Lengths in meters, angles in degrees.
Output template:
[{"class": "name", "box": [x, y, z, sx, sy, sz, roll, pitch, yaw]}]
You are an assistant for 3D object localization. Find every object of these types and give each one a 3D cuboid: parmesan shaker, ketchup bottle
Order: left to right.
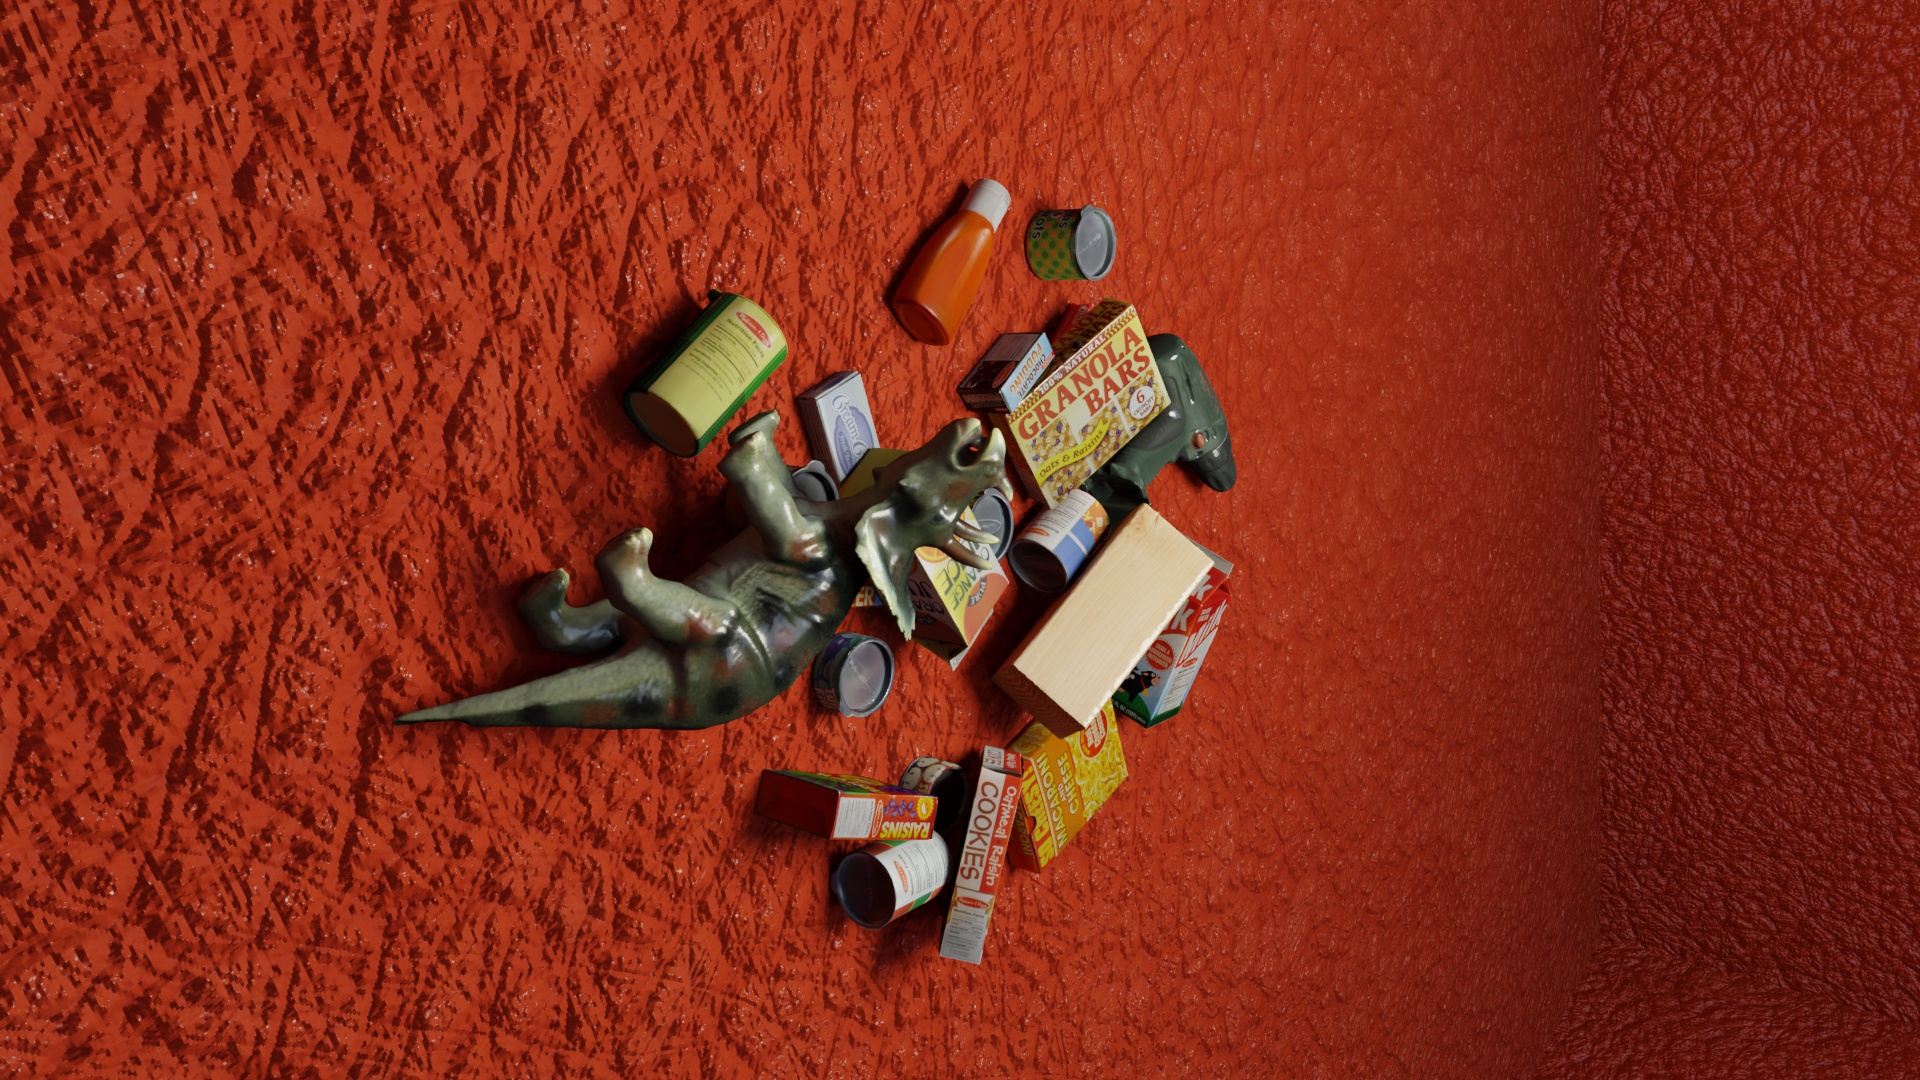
[{"class": "parmesan shaker", "box": [-0.178, -0.116, 0.961, 0.103, 0.071, 0.071, -54, 134, -30]}, {"class": "ketchup bottle", "box": [-0.003, -0.239, 1.173, 0.064, 0.043, 0.149, 50, 59, -45]}]

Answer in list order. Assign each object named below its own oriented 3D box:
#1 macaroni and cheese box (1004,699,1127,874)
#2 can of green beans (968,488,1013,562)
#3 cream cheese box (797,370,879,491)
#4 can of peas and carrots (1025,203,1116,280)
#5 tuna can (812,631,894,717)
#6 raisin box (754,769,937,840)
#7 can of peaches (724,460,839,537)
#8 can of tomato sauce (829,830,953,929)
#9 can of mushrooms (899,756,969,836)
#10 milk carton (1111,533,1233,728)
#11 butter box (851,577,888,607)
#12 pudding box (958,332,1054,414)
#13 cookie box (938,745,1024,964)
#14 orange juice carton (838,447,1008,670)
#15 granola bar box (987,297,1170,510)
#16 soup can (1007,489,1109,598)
[{"class": "macaroni and cheese box", "box": [0.100, 0.232, 1.390, 0.167, 0.040, 0.123, -39, 125, -41]}, {"class": "can of green beans", "box": [0.004, -0.013, 1.211, 0.071, 0.058, 0.071, -13, 107, -49]}, {"class": "cream cheese box", "box": [-0.092, -0.078, 1.106, 0.053, 0.024, 0.103, -39, 125, -41]}, {"class": "can of peas and carrots", "box": [0.101, -0.275, 1.283, 0.071, 0.059, 0.070, -12, 105, -50]}, {"class": "tuna can", "box": [-0.089, 0.111, 1.138, 0.071, 0.033, 0.071, -13, 106, -50]}, {"class": "raisin box", "box": [-0.089, 0.213, 1.114, 0.123, 0.086, 0.040, 16, 83, -51]}, {"class": "can of peaches", "box": [-0.133, -0.027, 1.038, 0.071, 0.058, 0.071, -12, 105, -49]}, {"class": "can of tomato sauce", "box": [-0.057, 0.285, 1.182, 0.083, 0.071, 0.071, -11, 105, -54]}, {"class": "can of mushrooms", "box": [-0.025, 0.229, 1.239, 0.071, 0.033, 0.071, -15, 109, -50]}, {"class": "milk carton", "box": [0.215, 0.090, 1.431, 0.073, 0.072, 0.189, -10, 126, -54]}, {"class": "butter box", "box": [-0.088, 0.028, 1.131, 0.104, 0.024, 0.053, -1, 96, -51]}, {"class": "pudding box", "box": [0.041, -0.150, 1.239, 0.084, 0.049, 0.030, -54, 132, -31]}, {"class": "cookie box", "box": [0.020, 0.275, 1.239, 0.123, 0.040, 0.167, 5, 98, -88]}, {"class": "orange juice carton", "box": [-0.024, 0.019, 1.129, 0.072, 0.073, 0.192, -55, 135, -31]}, {"class": "granola bar box", "box": [0.111, -0.129, 1.300, 0.166, 0.039, 0.123, -42, 130, -16]}, {"class": "soup can", "box": [0.095, 0.002, 1.321, 0.084, 0.071, 0.071, -48, 131, -35]}]
